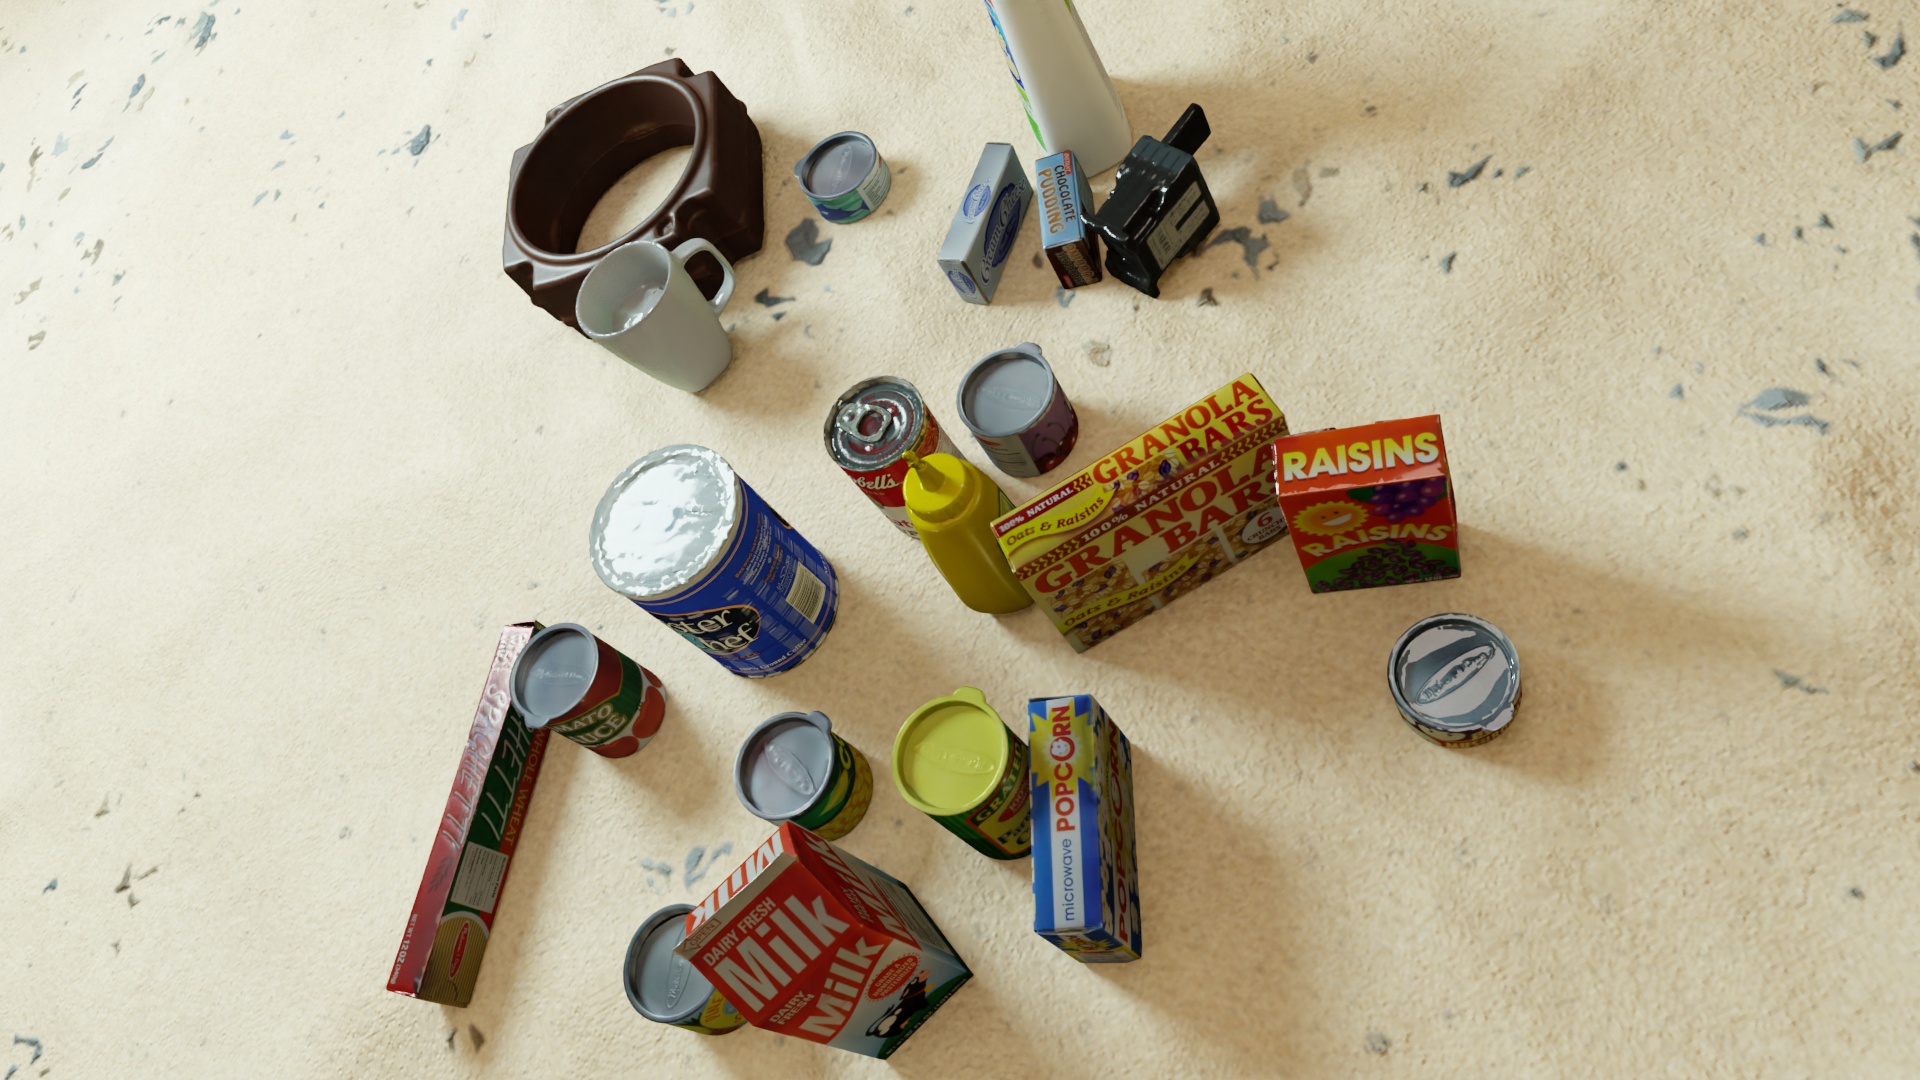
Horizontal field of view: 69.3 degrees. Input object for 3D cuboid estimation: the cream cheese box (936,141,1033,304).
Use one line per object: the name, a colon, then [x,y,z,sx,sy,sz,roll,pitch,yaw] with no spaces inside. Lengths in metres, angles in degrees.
cream cheese box: [0.019,-0.225,0.988,0.024,0.053,0.104,11,69,28]

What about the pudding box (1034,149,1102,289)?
pudding box: [0.075,-0.223,0.965,0.030,0.049,0.084,-13,60,17]

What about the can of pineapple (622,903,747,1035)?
can of pineapple: [-0.151,0.251,0.807,0.071,0.057,0.071,-10,61,18]

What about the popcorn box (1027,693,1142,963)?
popcorn box: [0.067,0.156,0.747,0.038,0.085,0.127,-10,61,18]

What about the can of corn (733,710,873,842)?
can of corn: [-0.092,0.142,0.839,0.071,0.058,0.071,-10,61,18]

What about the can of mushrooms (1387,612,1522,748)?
can of mushrooms: [0.264,0.076,0.736,0.071,0.033,0.071,-10,61,18]

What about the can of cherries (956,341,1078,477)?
can of cherries: [0.040,-0.084,0.902,0.071,0.058,0.072,-10,61,18]

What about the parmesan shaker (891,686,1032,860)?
parmesan shaker: [0.013,0.131,0.773,0.071,0.103,0.071,-10,61,19]

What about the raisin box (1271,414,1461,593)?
raisin box: [0.222,-0.017,0.749,0.086,0.123,0.040,-7,62,20]

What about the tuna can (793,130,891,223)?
tuna can: [-0.091,-0.281,1.077,0.071,0.032,0.071,-10,61,18]

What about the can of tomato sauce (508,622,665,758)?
can of tomato sauce: [-0.242,0.101,0.910,0.071,0.083,0.071,-10,61,19]

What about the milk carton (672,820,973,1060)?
milk carton: [-0.072,0.206,0.717,0.072,0.190,0.073,-43,56,-2]

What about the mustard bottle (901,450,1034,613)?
mustard bottle: [0.003,-0.010,0.817,0.049,0.159,0.065,-11,61,18]

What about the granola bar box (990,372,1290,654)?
granola bar box: [0.113,-0.012,0.792,0.165,0.124,0.039,-30,57,6]

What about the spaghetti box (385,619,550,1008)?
spaghetti box: [-0.313,0.176,0.921,0.028,0.050,0.251,0,64,23]
